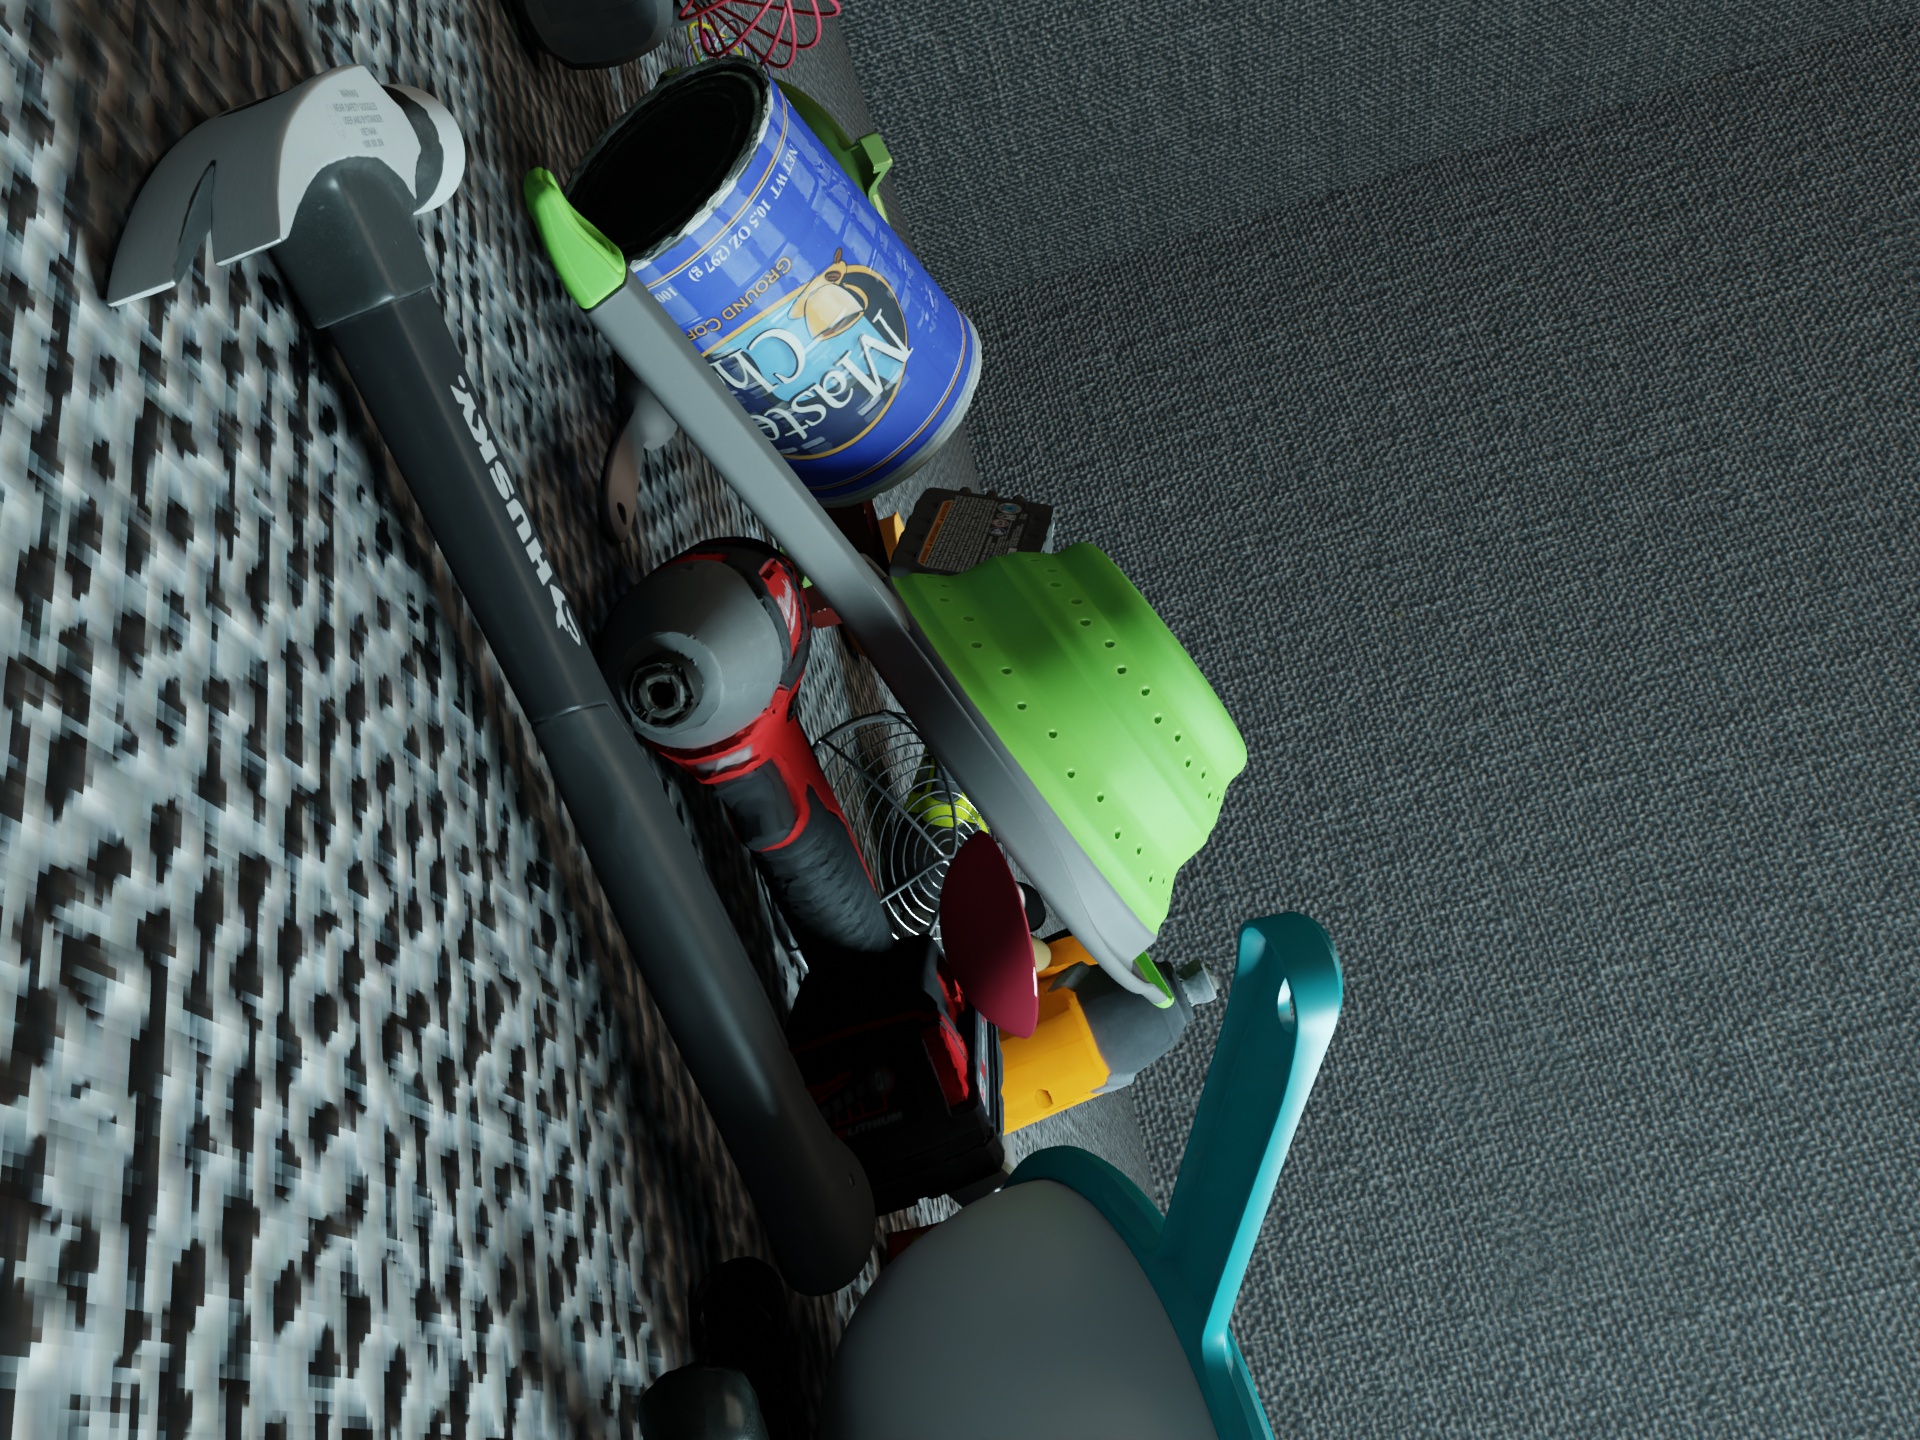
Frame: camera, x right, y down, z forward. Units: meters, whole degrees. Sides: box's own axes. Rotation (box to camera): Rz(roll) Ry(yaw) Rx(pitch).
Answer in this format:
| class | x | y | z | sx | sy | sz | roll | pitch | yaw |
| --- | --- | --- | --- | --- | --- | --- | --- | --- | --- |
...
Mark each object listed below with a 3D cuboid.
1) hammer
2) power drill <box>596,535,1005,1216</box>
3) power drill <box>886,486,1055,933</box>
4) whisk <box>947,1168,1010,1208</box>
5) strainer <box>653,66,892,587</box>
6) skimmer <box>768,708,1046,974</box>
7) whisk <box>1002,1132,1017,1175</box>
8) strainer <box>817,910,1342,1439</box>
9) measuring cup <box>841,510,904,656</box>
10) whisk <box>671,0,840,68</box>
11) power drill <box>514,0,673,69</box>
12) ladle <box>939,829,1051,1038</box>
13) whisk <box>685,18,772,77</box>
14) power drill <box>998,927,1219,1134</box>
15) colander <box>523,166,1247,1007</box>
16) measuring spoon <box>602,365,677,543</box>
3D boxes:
| class | x | y | z | sx | sy | sz | roll | pitch | yaw |
| --- | --- | --- | --- | --- | --- | --- | --- | --- | --- |
| hammer | -0.093 | 0.010 | 0.397 | 0.146 | 0.035 | 0.334 | -92 | 162 | -68 |
| power drill | -0.056 | 0.049 | 0.535 | 0.143 | 0.078 | 0.219 | -86 | 156 | -77 |
| power drill | -0.001 | -0.003 | 0.902 | 0.171 | 0.080 | 0.223 | -71 | 168 | -55 |
| whisk | 0.016 | 0.194 | 0.621 | 0.239 | 0.055 | 0.055 | 22 | -47 | 63 |
| strainer | -0.101 | -0.163 | 0.744 | 0.152 | 0.069 | 0.256 | 32 | -43 | 34 |
| skimmer | -0.010 | 0.083 | 0.801 | 0.363 | 0.090 | 0.127 | 55 | 40 | -77 |
| whisk | 0.024 | 0.270 | 0.868 | 0.057 | 0.059 | 0.246 | 44 | 11 | -16 |
| strainer | 0.017 | 0.184 | 0.413 | 0.211 | 0.095 | 0.340 | -119 | -151 | -48 |
| measuring cup | -0.048 | -0.077 | 1.062 | 0.173 | 0.052 | 0.095 | 55 | 20 | -79 |
| whisk | -0.121 | -0.352 | 0.769 | 0.296 | 0.073 | 0.073 | 45 | -23 | 60 |
| power drill | -0.170 | -0.396 | 0.616 | 0.228 | 0.080 | 0.191 | 72 | 6 | -47 |
| ladle | 0.022 | 0.091 | 0.636 | 0.315 | 0.031 | 0.069 | 57 | 19 | -78 |
| whisk | -0.128 | -0.334 | 0.915 | 0.047 | 0.051 | 0.245 | 60 | 11 | -52 |
| power drill | 0.054 | 0.161 | 0.851 | 0.226 | 0.164 | 0.084 | 36 | 31 | -84 |
| colander | 0.003 | -0.054 | 0.580 | 0.396 | 0.094 | 0.205 | 51 | 5 | -35 |
| measuring spoon | -0.119 | -0.101 | 0.599 | 0.124 | 0.018 | 0.034 | -96 | 169 | -55 |
